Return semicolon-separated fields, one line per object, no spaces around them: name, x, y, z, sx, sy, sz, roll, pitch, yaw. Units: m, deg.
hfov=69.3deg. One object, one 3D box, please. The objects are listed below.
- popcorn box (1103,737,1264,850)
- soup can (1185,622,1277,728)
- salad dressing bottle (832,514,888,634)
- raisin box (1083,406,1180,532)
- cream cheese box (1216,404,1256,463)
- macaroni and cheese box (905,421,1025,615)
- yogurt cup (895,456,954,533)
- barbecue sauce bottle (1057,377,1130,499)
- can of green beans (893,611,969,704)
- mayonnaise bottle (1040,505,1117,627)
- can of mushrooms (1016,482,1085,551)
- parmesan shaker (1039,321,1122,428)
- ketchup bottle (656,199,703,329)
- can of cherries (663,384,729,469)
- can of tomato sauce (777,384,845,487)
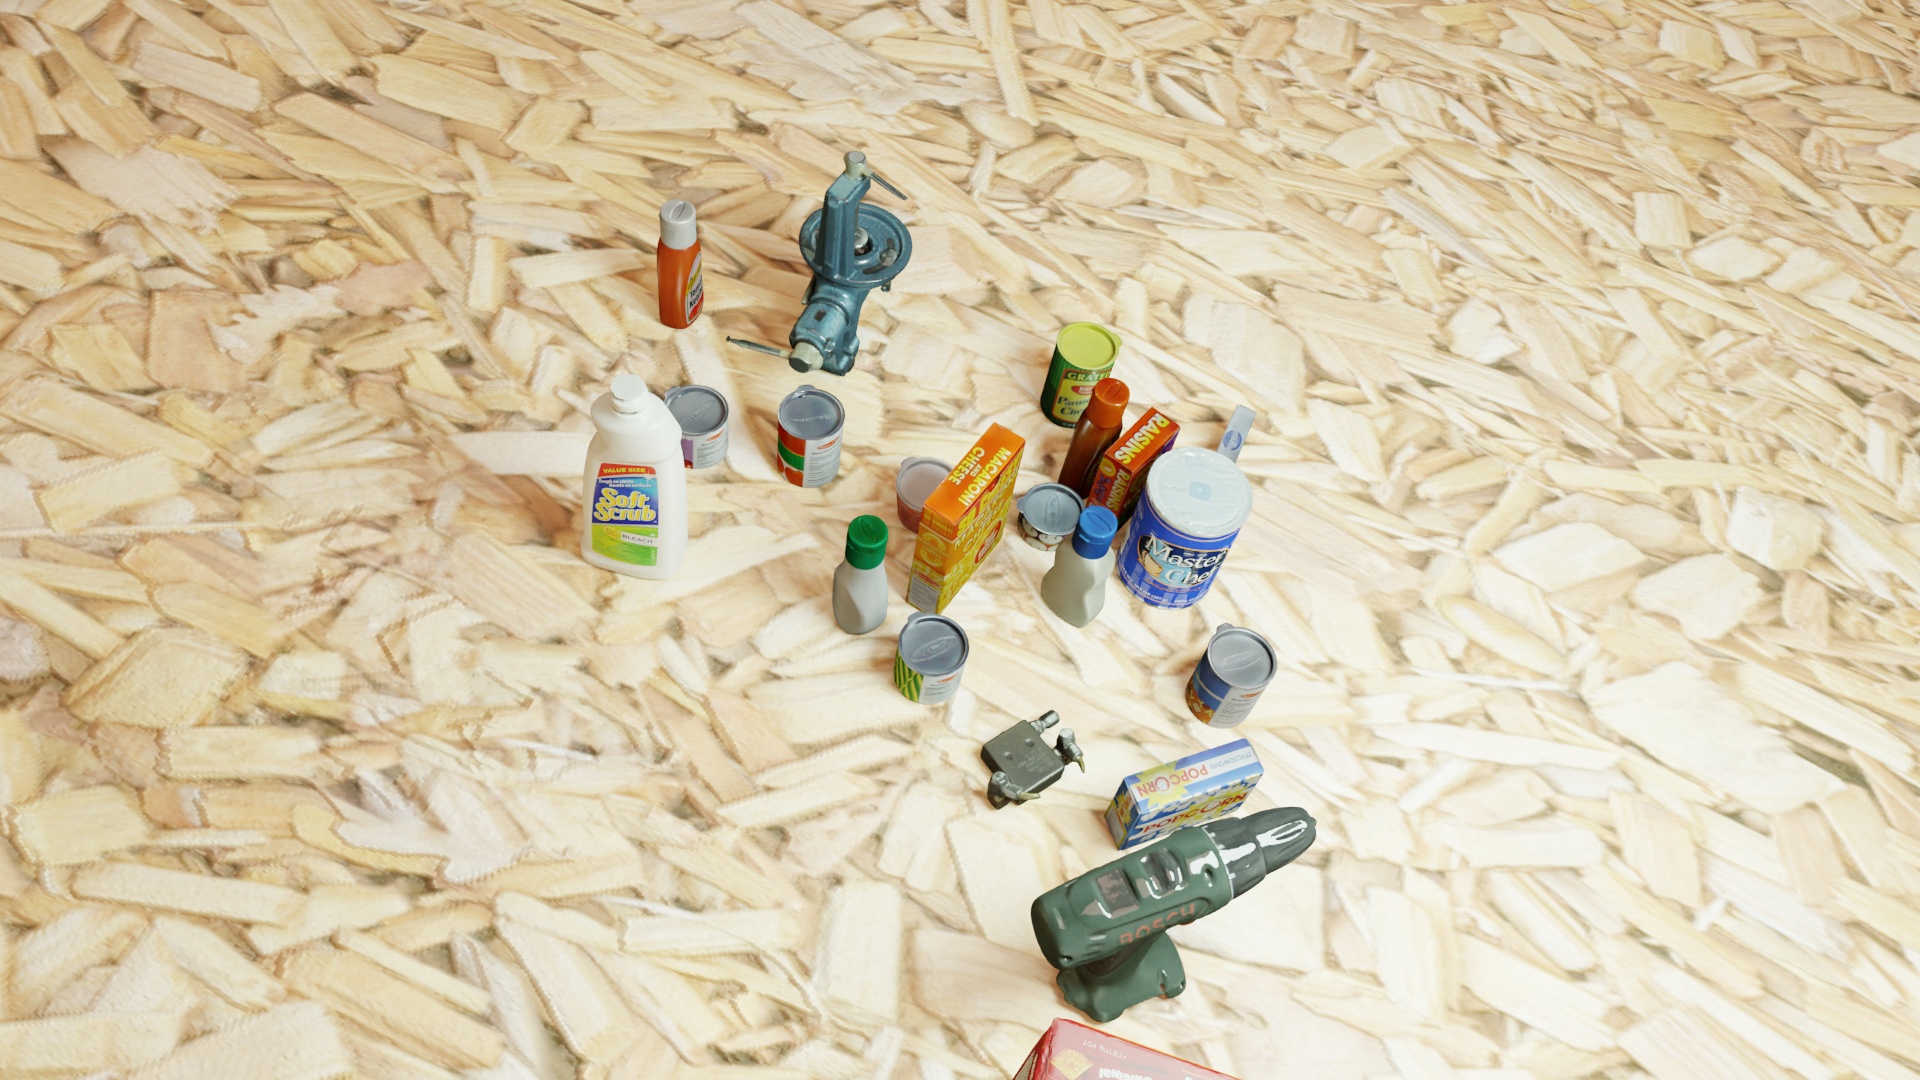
popcorn box;0.198;0.226;1.235;0.127;0.084;0.038;-14;60;-18
soup can;0.253;0.128;1.311;0.071;0.083;0.072;4;56;-6
salad dressing bottle;-0.091;0.032;1.284;0.044;0.146;0.064;-24;63;-23
raisin box;0.171;-0.066;1.407;0.040;0.122;0.086;38;59;16
cream cheese box;0.285;-0.091;1.485;0.024;0.053;0.104;24;56;7
macaroni and cheese box;0.005;-0.017;1.321;0.040;0.165;0.124;32;57;12
yogurt cup;-0.034;-0.042;1.401;0.072;0.053;0.073;4;56;-6
barbecue sauce bottle;0.138;-0.106;1.414;0.044;0.147;0.065;36;58;15
can of green beans;-0.028;0.111;1.295;0.071;0.057;0.071;4;56;-6
mayonnaise bottle;0.117;0.023;1.323;0.065;0.147;0.041;40;60;18
can of mushrooms;0.090;-0.024;1.420;0.071;0.033;0.071;4;55;-6
parmesan shaker;0.129;-0.176;1.488;0.071;0.102;0.071;4;56;-6
ketchup bottle;-0.299;-0.295;1.474;0.043;0.148;0.065;16;55;2
can of cherries;-0.270;-0.117;1.411;0.071;0.058;0.072;4;56;-6
can of tomato sauce;-0.153;-0.104;1.407;0.071;0.082;0.071;4;56;-6
